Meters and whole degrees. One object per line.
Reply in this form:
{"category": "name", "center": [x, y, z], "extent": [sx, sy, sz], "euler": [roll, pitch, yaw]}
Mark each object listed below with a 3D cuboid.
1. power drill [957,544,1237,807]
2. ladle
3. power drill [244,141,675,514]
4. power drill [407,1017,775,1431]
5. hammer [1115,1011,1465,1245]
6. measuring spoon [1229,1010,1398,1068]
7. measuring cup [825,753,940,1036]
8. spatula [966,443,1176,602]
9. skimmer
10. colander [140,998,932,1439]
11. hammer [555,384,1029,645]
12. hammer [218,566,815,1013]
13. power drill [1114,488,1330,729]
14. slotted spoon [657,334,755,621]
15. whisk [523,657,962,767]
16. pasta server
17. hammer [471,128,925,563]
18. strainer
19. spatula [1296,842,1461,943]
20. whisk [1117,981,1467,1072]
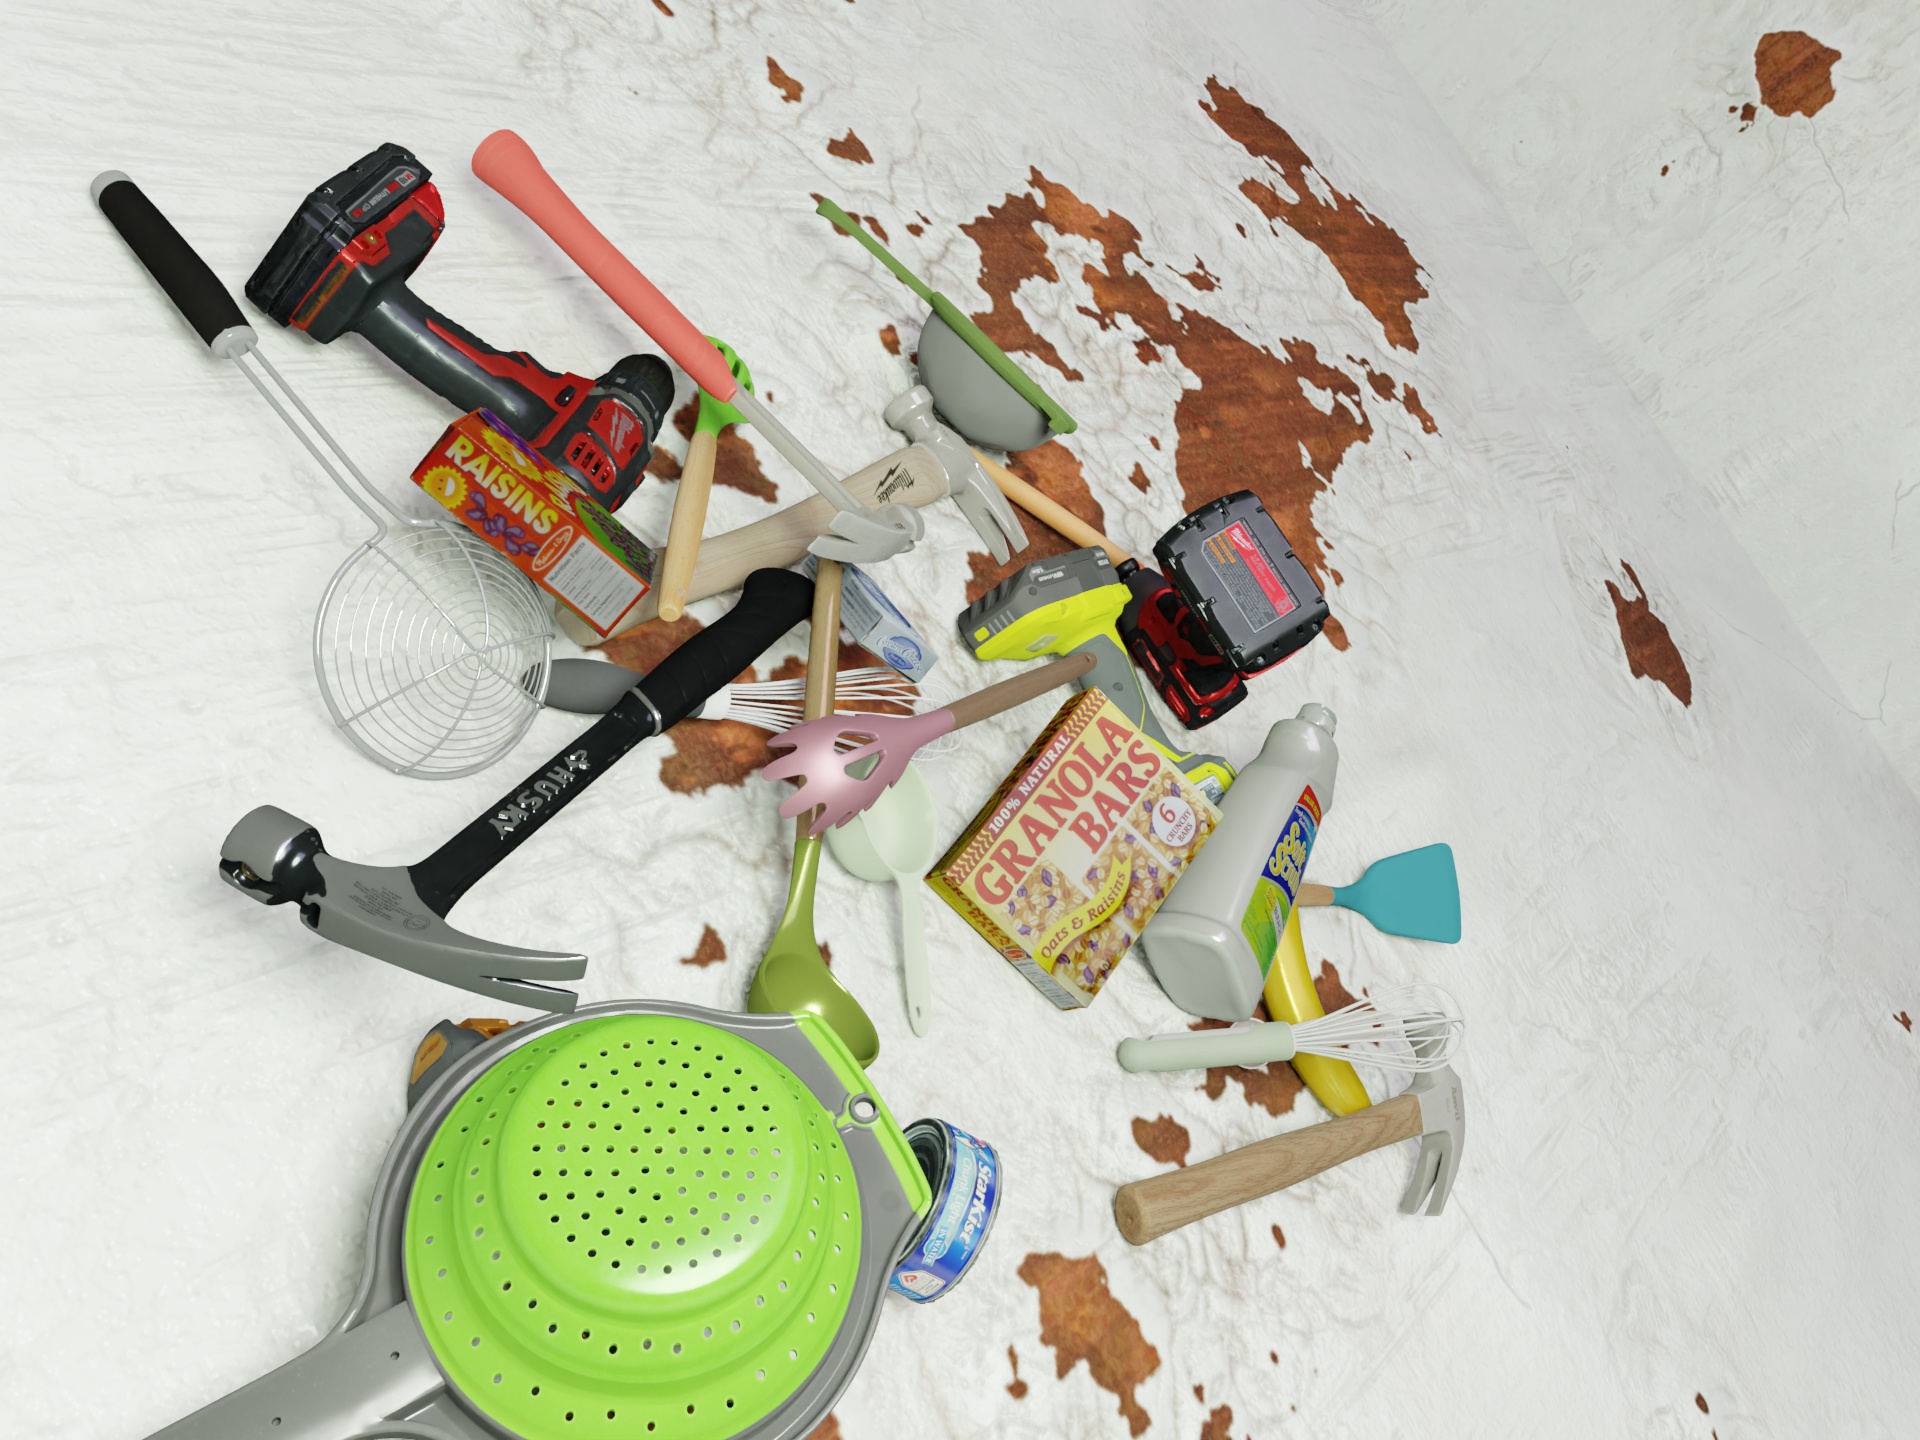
{"category": "power drill", "center": [0.098, -0.003, 1.117], "extent": [0.171, 0.080, 0.223], "euler": [-20, 79, -51]}
{"category": "ladle", "center": [-0.073, 0.040, 0.875], "extent": [0.078, 0.062, 0.320], "euler": [26, 58, -45]}
{"category": "power drill", "center": [-0.269, -0.220, 0.923], "extent": [0.226, 0.080, 0.188], "euler": [42, 32, -19]}
{"category": "power drill", "center": [-0.136, 0.238, 0.695], "extent": [0.185, 0.084, 0.226], "euler": [11, 49, -40]}
{"category": "hammer", "center": [0.225, 0.281, 1.028], "extent": [0.331, 0.031, 0.130], "euler": [-5, 83, -40]}
{"category": "measuring spoon", "center": [0.239, 0.215, 1.086], "extent": [0.124, 0.018, 0.034], "euler": [-6, 75, -9]}
{"category": "measuring cup", "center": [-0.044, 0.102, 0.930], "extent": [0.083, 0.038, 0.168], "euler": [9, 70, -56]}
{"category": "spatula", "center": [0.119, -0.142, 1.269], "extent": [0.322, 0.081, 0.041], "euler": [32, 59, -16]}
{"category": "skimmer", "center": [-0.342, -0.131, 0.817], "extent": [0.363, 0.090, 0.127], "euler": [48, 48, 12]}
{"category": "colander", "center": [-0.184, 0.207, 0.561], "extent": [0.397, 0.094, 0.205], "euler": [-23, 63, -30]}
{"category": "hammer", "center": [-0.099, -0.117, 1.042], "extent": [0.146, 0.038, 0.410], "euler": [55, 39, 2]}
{"category": "hammer", "center": [-0.162, 0.005, 0.788], "extent": [0.149, 0.036, 0.409], "euler": [26, 30, 7]}
{"category": "power drill", "center": [0.174, -0.079, 1.159], "extent": [0.078, 0.219, 0.143], "euler": [-30, 84, -12]}
{"category": "slotted spoon", "center": [-0.157, -0.155, 0.966], "extent": [0.070, 0.031, 0.314], "euler": [48, 24, -32]}
{"category": "whisk", "center": [-0.117, -0.009, 0.926], "extent": [0.284, 0.070, 0.070], "euler": [6, 57, -37]}
{"category": "pasta server", "center": [-0.001, -0.003, 0.939], "extent": [0.316, 0.040, 0.060], "euler": [-23, 87, -56]}
{"category": "hammer", "center": [-0.169, -0.226, 0.952], "extent": [0.359, 0.036, 0.149], "euler": [45, 15, 8]}
{"category": "strainer", "center": [-0.025, -0.287, 1.213], "extent": [0.256, 0.069, 0.151], "euler": [41, 11, -6]}
{"category": "spatula", "center": [0.271, 0.129, 1.208], "extent": [0.317, 0.044, 0.082], "euler": [7, 75, -40]}
{"category": "whisk", "center": [0.218, 0.206, 1.030], "extent": [0.246, 0.058, 0.059], "euler": [-2, 83, -15]}
